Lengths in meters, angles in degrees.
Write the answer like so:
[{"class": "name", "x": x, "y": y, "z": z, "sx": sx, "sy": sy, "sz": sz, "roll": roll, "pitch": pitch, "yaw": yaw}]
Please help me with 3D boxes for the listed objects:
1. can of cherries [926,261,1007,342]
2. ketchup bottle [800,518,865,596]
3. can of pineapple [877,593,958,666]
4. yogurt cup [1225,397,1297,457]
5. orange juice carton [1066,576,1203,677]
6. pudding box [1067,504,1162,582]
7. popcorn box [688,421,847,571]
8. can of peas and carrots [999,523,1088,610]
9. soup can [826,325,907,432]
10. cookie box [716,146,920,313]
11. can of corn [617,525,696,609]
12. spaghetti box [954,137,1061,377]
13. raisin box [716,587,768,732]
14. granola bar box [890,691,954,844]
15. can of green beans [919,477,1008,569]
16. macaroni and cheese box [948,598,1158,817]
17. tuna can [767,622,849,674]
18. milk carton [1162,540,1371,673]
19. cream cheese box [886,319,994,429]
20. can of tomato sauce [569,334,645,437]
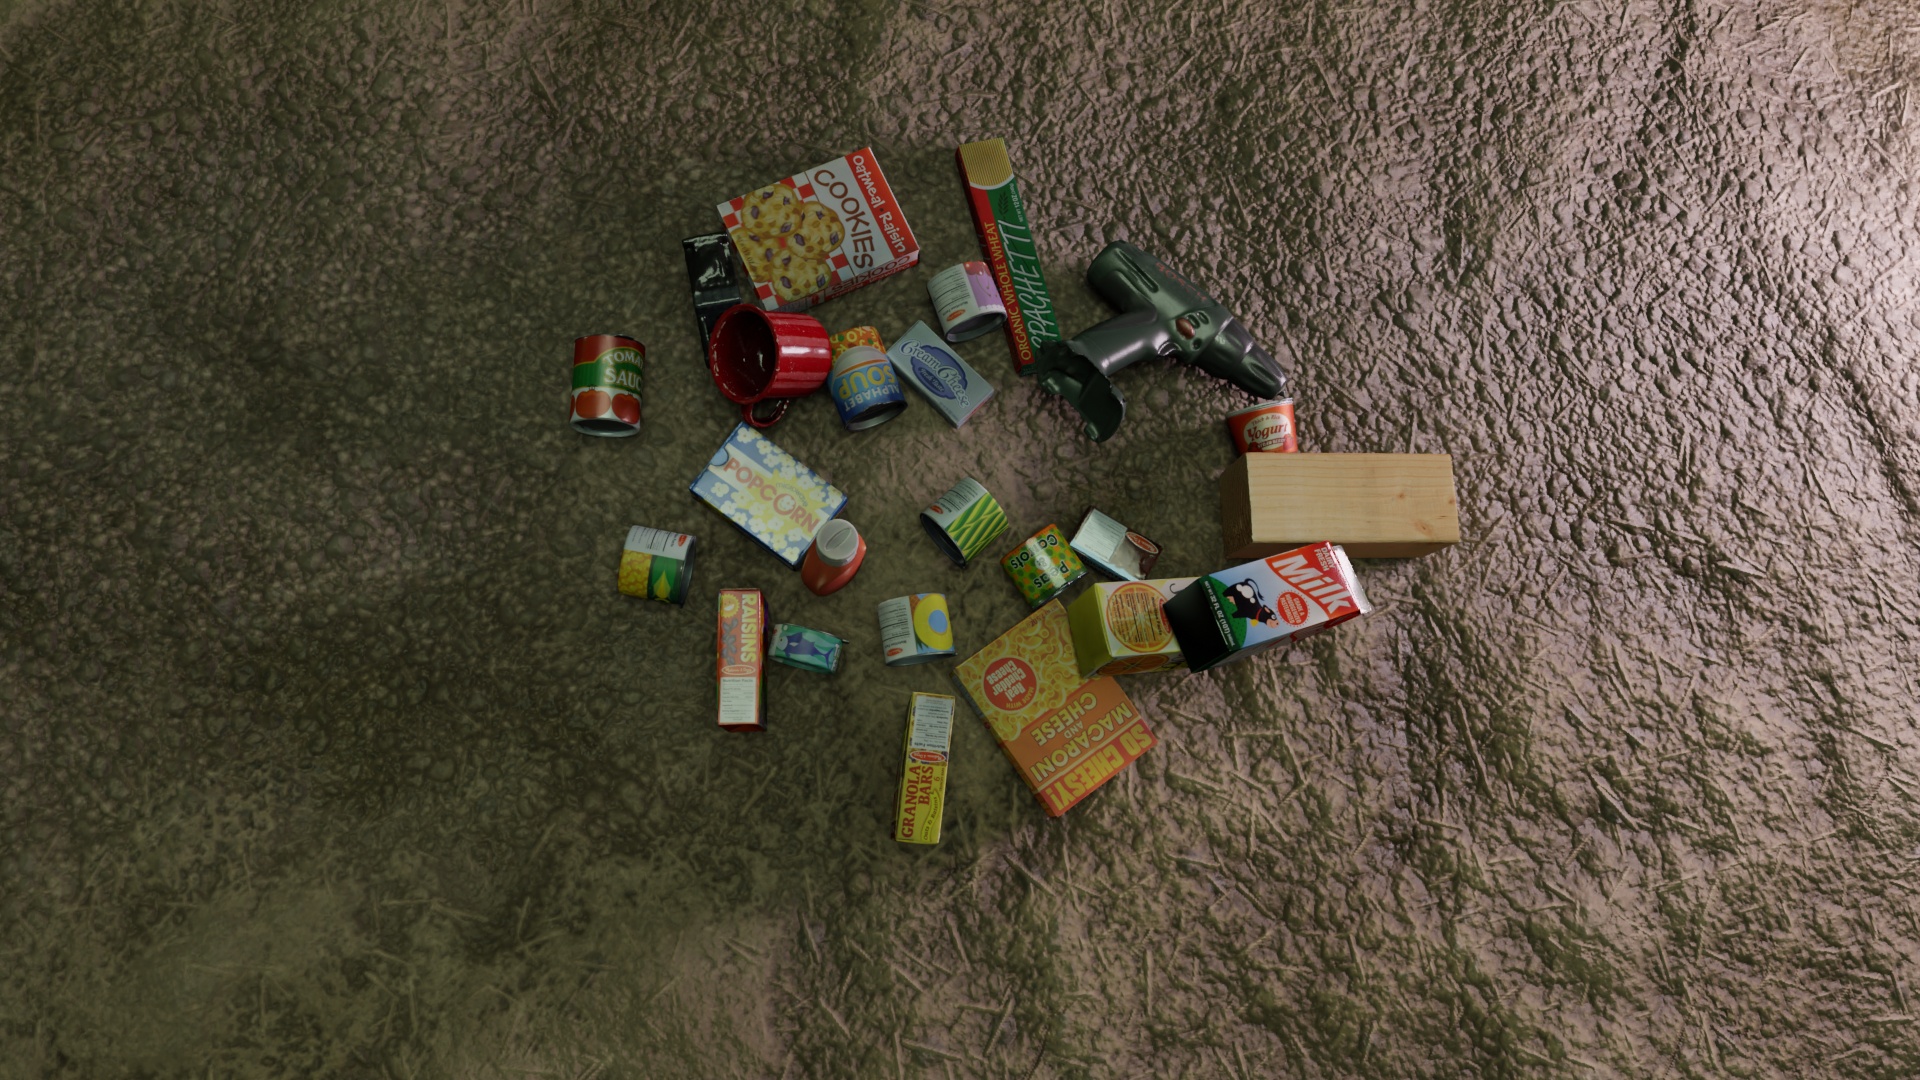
[{"class": "can of cherries", "x": 0.007, "y": -0.237, "z": 1.381, "sx": 0.071, "sy": 0.071, "sz": 0.058, "roll": -19, "pitch": 80, "yaw": -10}, {"class": "ketchup bottle", "x": -0.114, "y": 0.013, "z": 1.267, "sx": 0.065, "sy": 0.148, "sz": 0.043, "roll": -42, "pitch": 87, "yaw": -13}, {"class": "can of pineapple", "x": -0.040, "y": 0.084, "z": 1.303, "sx": 0.071, "sy": 0.071, "sz": 0.058, "roll": -8, "pitch": 79, "yaw": -8}, {"class": "yogurt cup", "x": 0.304, "y": -0.107, "z": 1.387, "sx": 0.072, "sy": 0.072, "sz": 0.054, "roll": -13, "pitch": 88, "yaw": -9}, {"class": "orange juice carton", "x": 0.206, "y": 0.079, "z": 1.309, "sx": 0.193, "sy": 0.071, "sz": 0.073, "roll": -3, "pitch": 70, "yaw": -21}, {"class": "pudding box", "x": 0.149, "y": 0.009, "z": 1.359, "sx": 0.084, "sy": 0.030, "sz": 0.050, "roll": 31, "pitch": 75, "yaw": 1}, {"class": "popcorn box", "x": -0.183, "y": -0.041, "z": 1.327, "sx": 0.127, "sy": 0.038, "sz": 0.085, "roll": 36, "pitch": 77, "yaw": 2}, {"class": "can of peas and carrots", "x": 0.079, "y": 0.025, "z": 1.327, "sx": 0.071, "sy": 0.071, "sz": 0.059, "roll": -34, "pitch": 83, "yaw": -12}, {"class": "soup can", "x": -0.097, "y": -0.158, "z": 1.346, "sx": 0.071, "sy": 0.071, "sz": 0.084, "roll": -21, "pitch": 81, "yaw": -11}, {"class": "cookie box", "x": -0.141, "y": -0.306, "z": 1.391, "sx": 0.168, "sy": 0.040, "sz": 0.123, "roll": -24, "pitch": 82, "yaw": -10}, {"class": "can of corn", "x": -0.281, "y": 0.025, "z": 1.288, "sx": 0.058, "sy": 0.071, "sz": 0.071, "roll": 11, "pitch": 77, "yaw": -4}, {"class": "spaghetti box", "x": 0.051, "y": -0.290, "z": 1.415, "sx": 0.050, "sy": 0.028, "sz": 0.250, "roll": -13, "pitch": 79, "yaw": -10}, {"class": "raisin box", "x": -0.198, "y": 0.110, "z": 1.267, "sx": 0.040, "sy": 0.086, "sz": 0.123, "roll": 0, "pitch": 78, "yaw": -2}, {"class": "granola bar box", "x": -0.036, "y": 0.204, "z": 1.225, "sx": 0.039, "sy": 0.165, "sz": 0.124, "roll": 7, "pitch": 77, "yaw": -3}, {"class": "can of green beans", "x": 0.004, "y": -0.018, "z": 1.330, "sx": 0.058, "sy": 0.071, "sz": 0.071, "roll": -40, "pitch": 85, "yaw": -13}, {"class": "macaroni and cheese box", "x": 0.088, "y": 0.158, "z": 1.314, "sx": 0.124, "sy": 0.040, "sz": 0.166, "roll": -34, "pitch": 83, "yaw": -13}, {"class": "tuna can", "x": -0.141, "y": 0.101, "z": 1.286, "sx": 0.071, "sy": 0.071, "sz": 0.033, "roll": 15, "pitch": 78, "yaw": -3}, {"class": "milk carton", "x": 0.289, "y": 0.055, "z": 1.265, "sx": 0.191, "sy": 0.073, "sz": 0.072, "roll": -13, "pitch": 73, "yaw": -25}, {"class": "cream cheese box", "x": -0.022, "y": -0.165, "z": 1.381, "sx": 0.104, "sy": 0.024, "sz": 0.053, "roll": 44, "pitch": 76, "yaw": 4}, {"class": "can of tomato sauce", "x": -0.333, "y": -0.146, "z": 1.317, "sx": 0.071, "sy": 0.071, "sz": 0.083, "roll": 2, "pitch": 78, "yaw": -6}]
